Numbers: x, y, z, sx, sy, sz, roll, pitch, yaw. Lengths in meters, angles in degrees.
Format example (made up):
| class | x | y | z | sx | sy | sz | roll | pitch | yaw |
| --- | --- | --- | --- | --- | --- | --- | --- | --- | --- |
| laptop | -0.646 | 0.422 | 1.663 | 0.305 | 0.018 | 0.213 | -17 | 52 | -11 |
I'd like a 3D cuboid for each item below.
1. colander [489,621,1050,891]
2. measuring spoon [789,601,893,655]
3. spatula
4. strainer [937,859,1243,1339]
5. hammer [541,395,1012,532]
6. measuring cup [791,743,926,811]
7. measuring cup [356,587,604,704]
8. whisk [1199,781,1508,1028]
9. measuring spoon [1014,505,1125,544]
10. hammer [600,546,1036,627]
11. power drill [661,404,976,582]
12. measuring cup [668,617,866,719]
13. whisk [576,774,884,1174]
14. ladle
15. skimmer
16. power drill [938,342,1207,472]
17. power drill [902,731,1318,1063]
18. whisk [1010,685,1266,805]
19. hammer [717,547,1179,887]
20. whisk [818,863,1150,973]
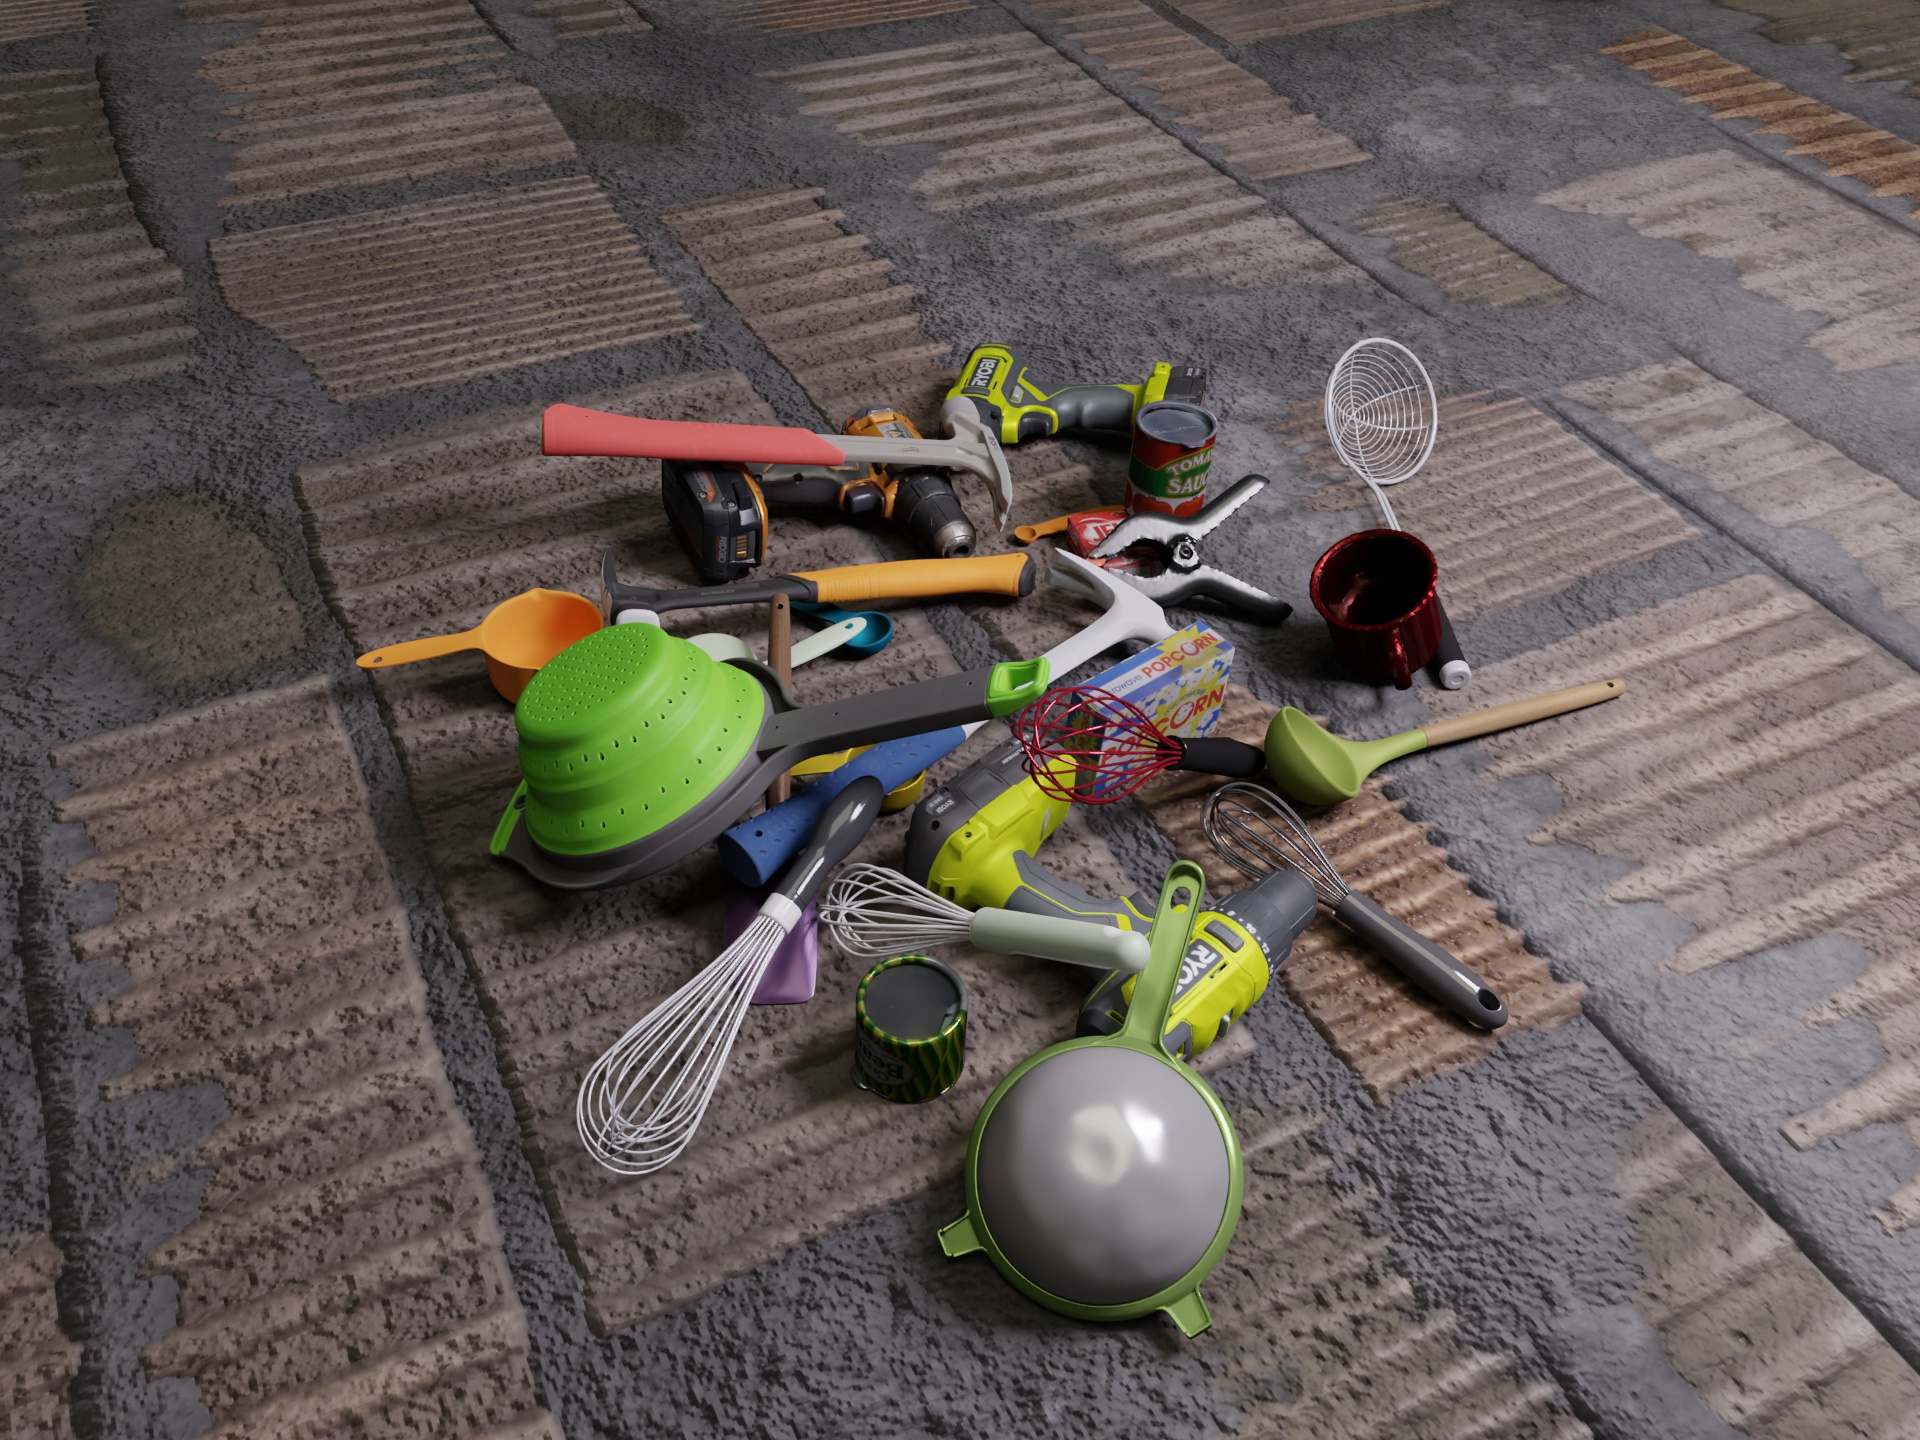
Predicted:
| class | x | y | z | sx | sy | sz | roll | pitch | yaw |
| --- | --- | --- | --- | --- | --- | --- | --- | --- | --- |
| colander | -0.142 | -0.012 | 0.987 | 0.397 | 0.094 | 0.205 | -12 | 37 | 22 |
| measuring spoon | -0.103 | -0.078 | 1.237 | 0.129 | 0.021 | 0.042 | 25 | 53 | 34 |
| spatula | -0.124 | 0.042 | 1.061 | 0.059 | 0.018 | 0.316 | 0 | 56 | -4 |
| strainer | 0.089 | 0.187 | 0.854 | 0.151 | 0.069 | 0.256 | 13 | 69 | 16 |
| hammer | -0.140 | -0.209 | 1.239 | 0.359 | 0.036 | 0.149 | 0 | 45 | -17 |
| measuring cup | -0.101 | 0.040 | 1.101 | 0.156 | 0.029 | 0.062 | -2 | 43 | -2 |
| measuring cup | -0.343 | -0.041 | 1.154 | 0.173 | 0.052 | 0.095 | -11 | 45 | -12 |
| whisk | 0.252 | 0.118 | 1.029 | 0.055 | 0.055 | 0.239 | -32 | 58 | -32 |
| measuring spoon | 0.097 | -0.165 | 1.344 | 0.117 | 0.011 | 0.021 | -16 | 47 | -24 |
| hammer | -0.104 | -0.105 | 1.219 | 0.336 | 0.034 | 0.127 | -6 | 28 | -18 |
| power drill | -0.110 | -0.176 | 1.295 | 0.226 | 0.084 | 0.186 | -14 | 47 | -23 |
| measuring cup | -0.145 | -0.050 | 1.171 | 0.167 | 0.038 | 0.083 | -27 | 48 | -18 |
| whisk | -0.124 | 0.140 | 0.935 | 0.070 | 0.070 | 0.285 | 24 | 59 | 20 |
| ladle | 0.360 | 0.000 | 1.151 | 0.320 | 0.062 | 0.078 | -13 | 55 | -20 |
| skimmer | 0.380 | -0.179 | 1.315 | 0.127 | 0.090 | 0.364 | 23 | 39 | -26 |
| power drill | 0.096 | -0.261 | 1.399 | 0.223 | 0.080 | 0.171 | 8 | 43 | 11 |
| power drill | 0.095 | 0.109 | 1.004 | 0.229 | 0.080 | 0.190 | 37 | 54 | 27 |
| whisk | 0.126 | 0.020 | 1.024 | 0.073 | 0.073 | 0.295 | 39 | 19 | 32 |
| hammer | -0.002 | -0.004 | 1.104 | 0.405 | 0.035 | 0.144 | -32 | 63 | -35 |
| whisk | 0.007 | 0.122 | 0.930 | 0.246 | 0.059 | 0.057 | 3 | 2 | 42 |
